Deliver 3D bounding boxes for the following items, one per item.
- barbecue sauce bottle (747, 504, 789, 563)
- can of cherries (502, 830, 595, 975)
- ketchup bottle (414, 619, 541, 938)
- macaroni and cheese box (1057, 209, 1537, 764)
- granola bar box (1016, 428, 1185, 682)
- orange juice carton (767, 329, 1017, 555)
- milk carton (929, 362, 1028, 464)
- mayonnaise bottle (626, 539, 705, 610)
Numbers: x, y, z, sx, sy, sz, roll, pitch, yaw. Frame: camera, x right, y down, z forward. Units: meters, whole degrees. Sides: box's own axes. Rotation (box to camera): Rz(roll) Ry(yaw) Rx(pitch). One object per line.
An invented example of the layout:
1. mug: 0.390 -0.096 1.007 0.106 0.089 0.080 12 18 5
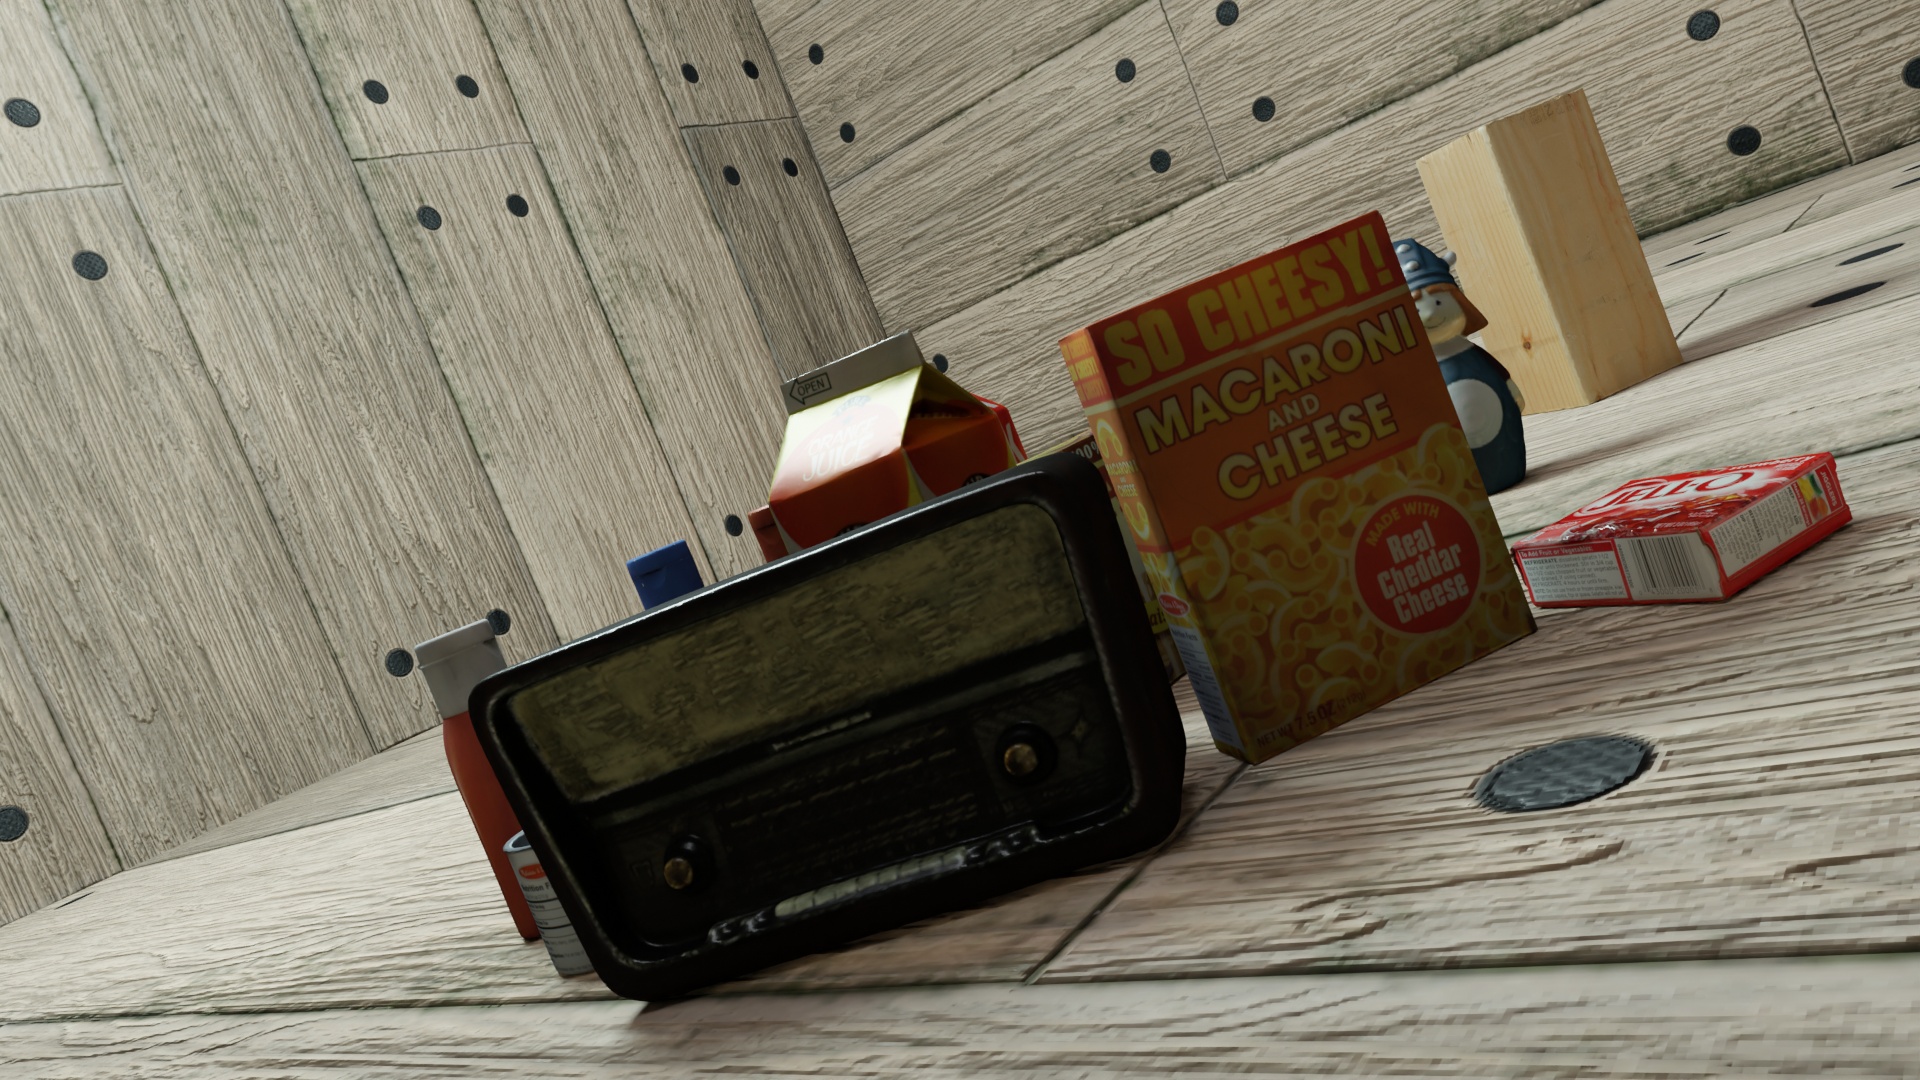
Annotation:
1. barbecue sauce bottle: -0.069 0.047 0.739 0.064 0.148 0.044 -20 5 27
2. can of cherries: -0.149 0.141 0.590 0.071 0.058 0.071 -22 4 2
3. ketchup bottle: -0.218 0.113 0.671 0.043 0.148 0.065 -22 4 2
4. macaroni and cheese box: 0.124 -0.020 0.513 0.124 0.166 0.040 -23 4 -11
5. granola bar box: 0.082 0.005 0.681 0.039 0.124 0.166 -18 6 41
6. orange juice carton: -0.011 0.016 0.558 0.071 0.192 0.073 -19 5 35
7. milk carton: 0.003 -0.010 0.808 0.073 0.190 0.072 -19 5 34
8. mayonnaise bottle: -0.146 0.074 0.793 0.065 0.148 0.041 -21 4 9
